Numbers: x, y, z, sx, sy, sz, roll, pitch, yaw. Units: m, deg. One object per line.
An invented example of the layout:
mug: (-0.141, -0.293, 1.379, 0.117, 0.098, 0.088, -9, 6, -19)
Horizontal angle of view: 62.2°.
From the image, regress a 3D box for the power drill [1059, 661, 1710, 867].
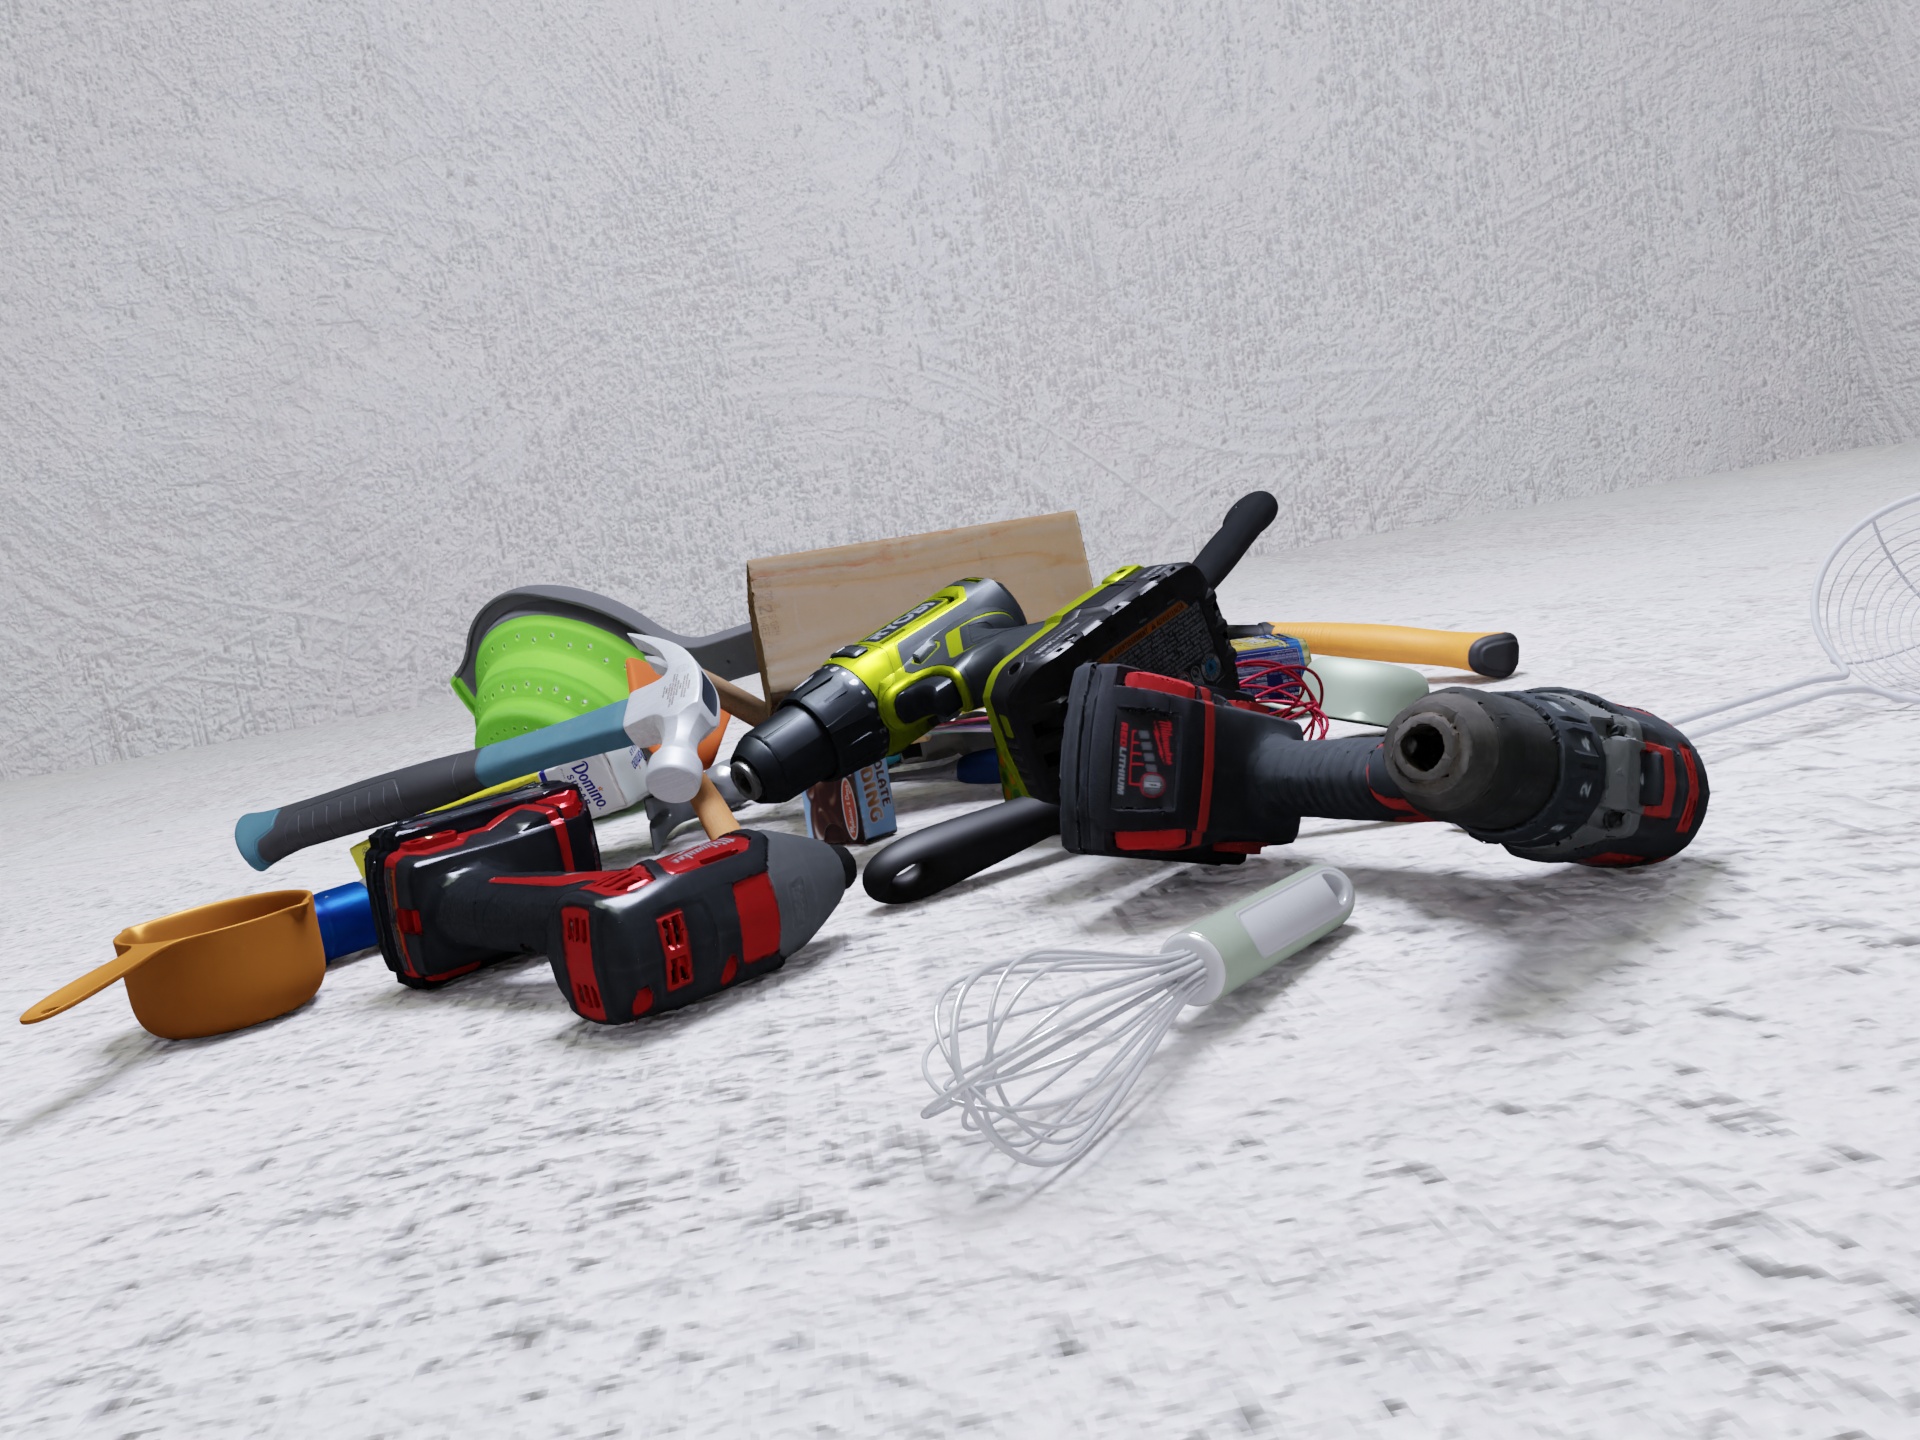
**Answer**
power drill: (0.143, 0.018, 0.603, 0.227, 0.080, 0.187, 0, -6, 42)

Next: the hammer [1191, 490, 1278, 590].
hammer: (0.164, -0.089, 1.133, 0.146, 0.035, 0.335, -37, 7, 41)

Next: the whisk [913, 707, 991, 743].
whisk: (-0.002, -0.004, 0.972, 0.245, 0.051, 0.047, -11, 12, 17)

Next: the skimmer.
skimmer: (0.381, -0.031, 0.751, 0.363, 0.090, 0.127, -15, 40, -21)

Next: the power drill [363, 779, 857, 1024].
power drill: (-0.158, 0.078, 0.715, 0.220, 0.078, 0.143, 1, 13, 43)

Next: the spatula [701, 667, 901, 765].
spatula: (-0.114, 0.000, 1.099, 0.082, 0.044, 0.317, -7, -18, 21)

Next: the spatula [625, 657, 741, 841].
spatula: (-0.144, 0.035, 0.915, 0.081, 0.041, 0.323, 30, 5, -26)

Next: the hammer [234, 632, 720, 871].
hammer: (-0.290, 0.032, 0.933, 0.331, 0.033, 0.128, -16, 41, 17)

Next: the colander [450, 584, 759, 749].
colander: (-0.221, -0.011, 1.134, 0.397, 0.204, 0.095, -14, 35, 30)

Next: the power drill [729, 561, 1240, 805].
power drill: (0.005, -0.012, 0.799, 0.190, 0.080, 0.228, -34, 21, -33)

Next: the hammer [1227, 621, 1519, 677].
hammer: (0.256, -0.063, 1.201, 0.337, 0.034, 0.127, 8, 12, 40)

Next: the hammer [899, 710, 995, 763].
hammer: (0.095, -0.012, 1.187, 0.331, 0.031, 0.130, -13, 2, -36)

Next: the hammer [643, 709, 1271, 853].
hammer: (-0.010, 0.034, 0.991, 0.405, 0.035, 0.144, -7, 8, 21)

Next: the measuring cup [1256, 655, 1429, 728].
measuring cup: (0.197, -0.025, 0.953, 0.167, 0.038, 0.083, 12, 2, 15)

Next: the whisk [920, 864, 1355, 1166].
whisk: (0.070, 0.080, 0.504, 0.059, 0.058, 0.246, -42, -17, 34)

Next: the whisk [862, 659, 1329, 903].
whisk: (0.079, 0.034, 0.808, 0.296, 0.073, 0.073, -20, 11, -28)

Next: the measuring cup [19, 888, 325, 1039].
measuring cup: (-0.352, 0.124, 0.711, 0.095, 0.052, 0.173, -9, 9, 8)
